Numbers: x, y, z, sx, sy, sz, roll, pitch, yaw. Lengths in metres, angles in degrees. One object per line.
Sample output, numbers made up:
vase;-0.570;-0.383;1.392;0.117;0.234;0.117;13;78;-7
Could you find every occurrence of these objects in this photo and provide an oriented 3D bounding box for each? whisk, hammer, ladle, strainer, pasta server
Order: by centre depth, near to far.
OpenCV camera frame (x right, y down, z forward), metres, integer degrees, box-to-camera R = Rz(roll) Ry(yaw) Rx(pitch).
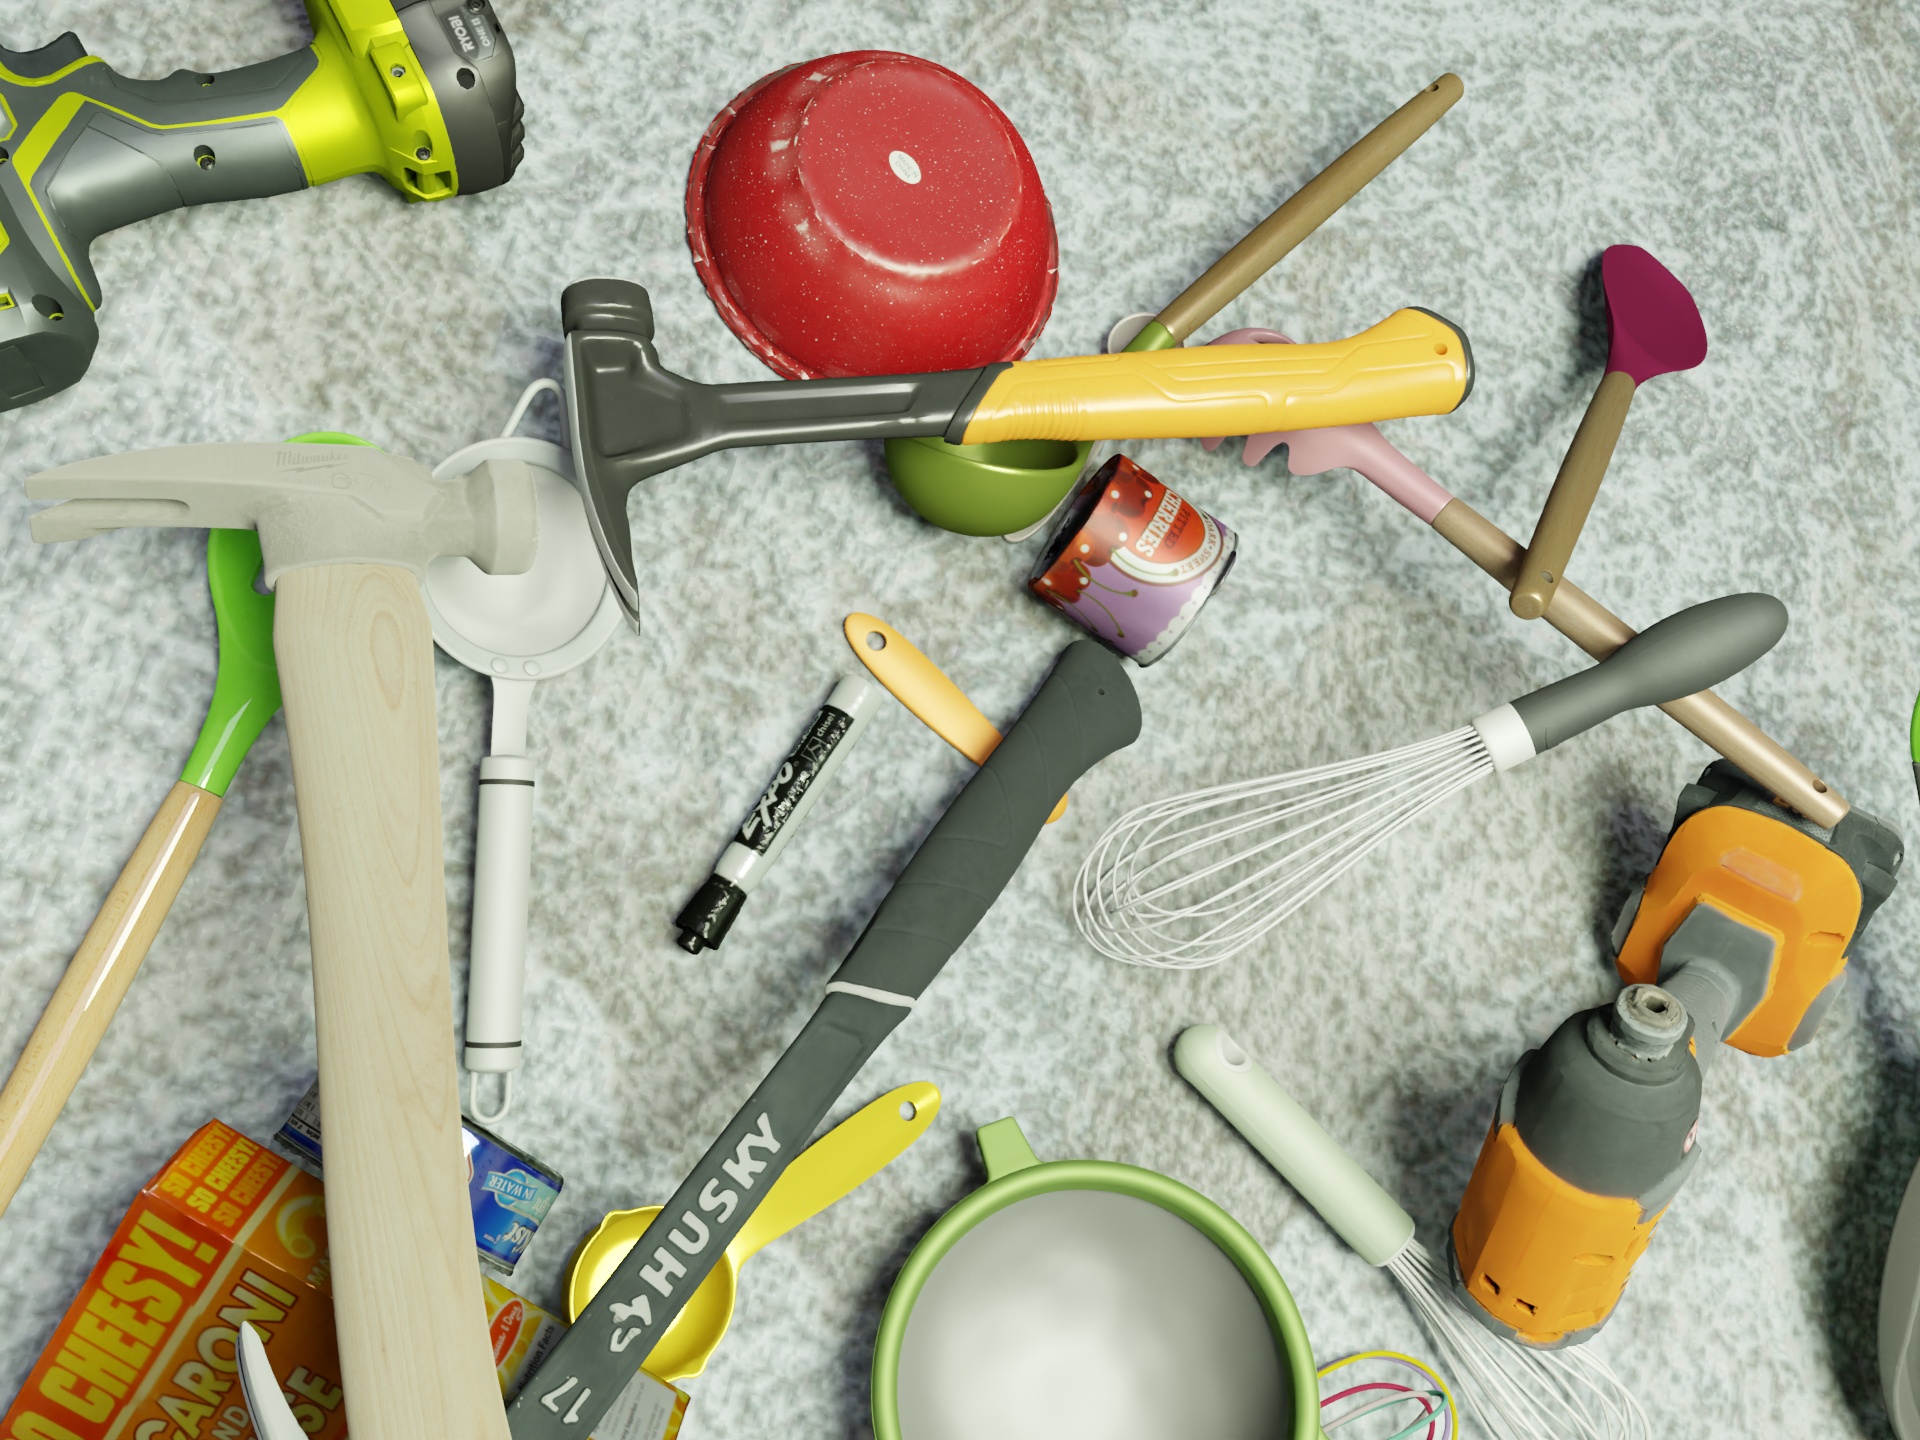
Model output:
hammer;-0.159;0.096;0.416;0.146;0.038;0.411;-3;61;-26
hammer;-0.045;0.102;0.516;0.149;0.036;0.409;40;51;-1
strainer;0.093;0.254;0.549;0.256;0.069;0.152;20;60;7
strainer;-0.161;0.010;0.560;0.086;0.050;0.258;6;81;-38
whisk;0.079;0.296;0.574;0.245;0.051;0.047;-19;90;-17
hammer;0.032;-0.110;0.576;0.337;0.034;0.127;-7;70;-12
whisk;0.174;0.021;0.599;0.284;0.070;0.070;-25;86;8
whisk;0.174;0.210;0.623;0.246;0.059;0.058;45;32;0
pasta server;0.213;-0.063;0.639;0.316;0.040;0.060;42;68;16
ladle;0.098;-0.184;0.654;0.320;0.062;0.078;-42;48;-14

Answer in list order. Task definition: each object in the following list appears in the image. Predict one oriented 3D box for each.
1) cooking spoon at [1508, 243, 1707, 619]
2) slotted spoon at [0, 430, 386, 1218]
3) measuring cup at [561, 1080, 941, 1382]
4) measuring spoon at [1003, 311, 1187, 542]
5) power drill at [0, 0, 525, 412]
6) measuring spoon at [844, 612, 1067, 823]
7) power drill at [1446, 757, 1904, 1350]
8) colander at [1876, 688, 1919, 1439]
cooking spoon;0.279;-0.133;0.688;0.068;0.017;0.319;42;47;-3
slotted spoon;-0.266;0.045;0.527;0.070;0.031;0.314;25;74;-11
measuring cup;-0.071;0.174;0.566;0.156;0.029;0.062;-29;88;-33
measuring spoon;0.054;-0.121;0.673;0.034;0.018;0.124;33;76;11
power drill;-0.290;-0.232;0.554;0.228;0.080;0.190;-27;88;-18
measuring spoon;-0.001;-0.002;0.628;0.117;0.011;0.021;43;69;-5
power drill;0.268;0.109;0.592;0.084;0.164;0.226;30;49;29
colander;0.455;0.164;0.629;0.204;0.094;0.397;-24;105;-23
